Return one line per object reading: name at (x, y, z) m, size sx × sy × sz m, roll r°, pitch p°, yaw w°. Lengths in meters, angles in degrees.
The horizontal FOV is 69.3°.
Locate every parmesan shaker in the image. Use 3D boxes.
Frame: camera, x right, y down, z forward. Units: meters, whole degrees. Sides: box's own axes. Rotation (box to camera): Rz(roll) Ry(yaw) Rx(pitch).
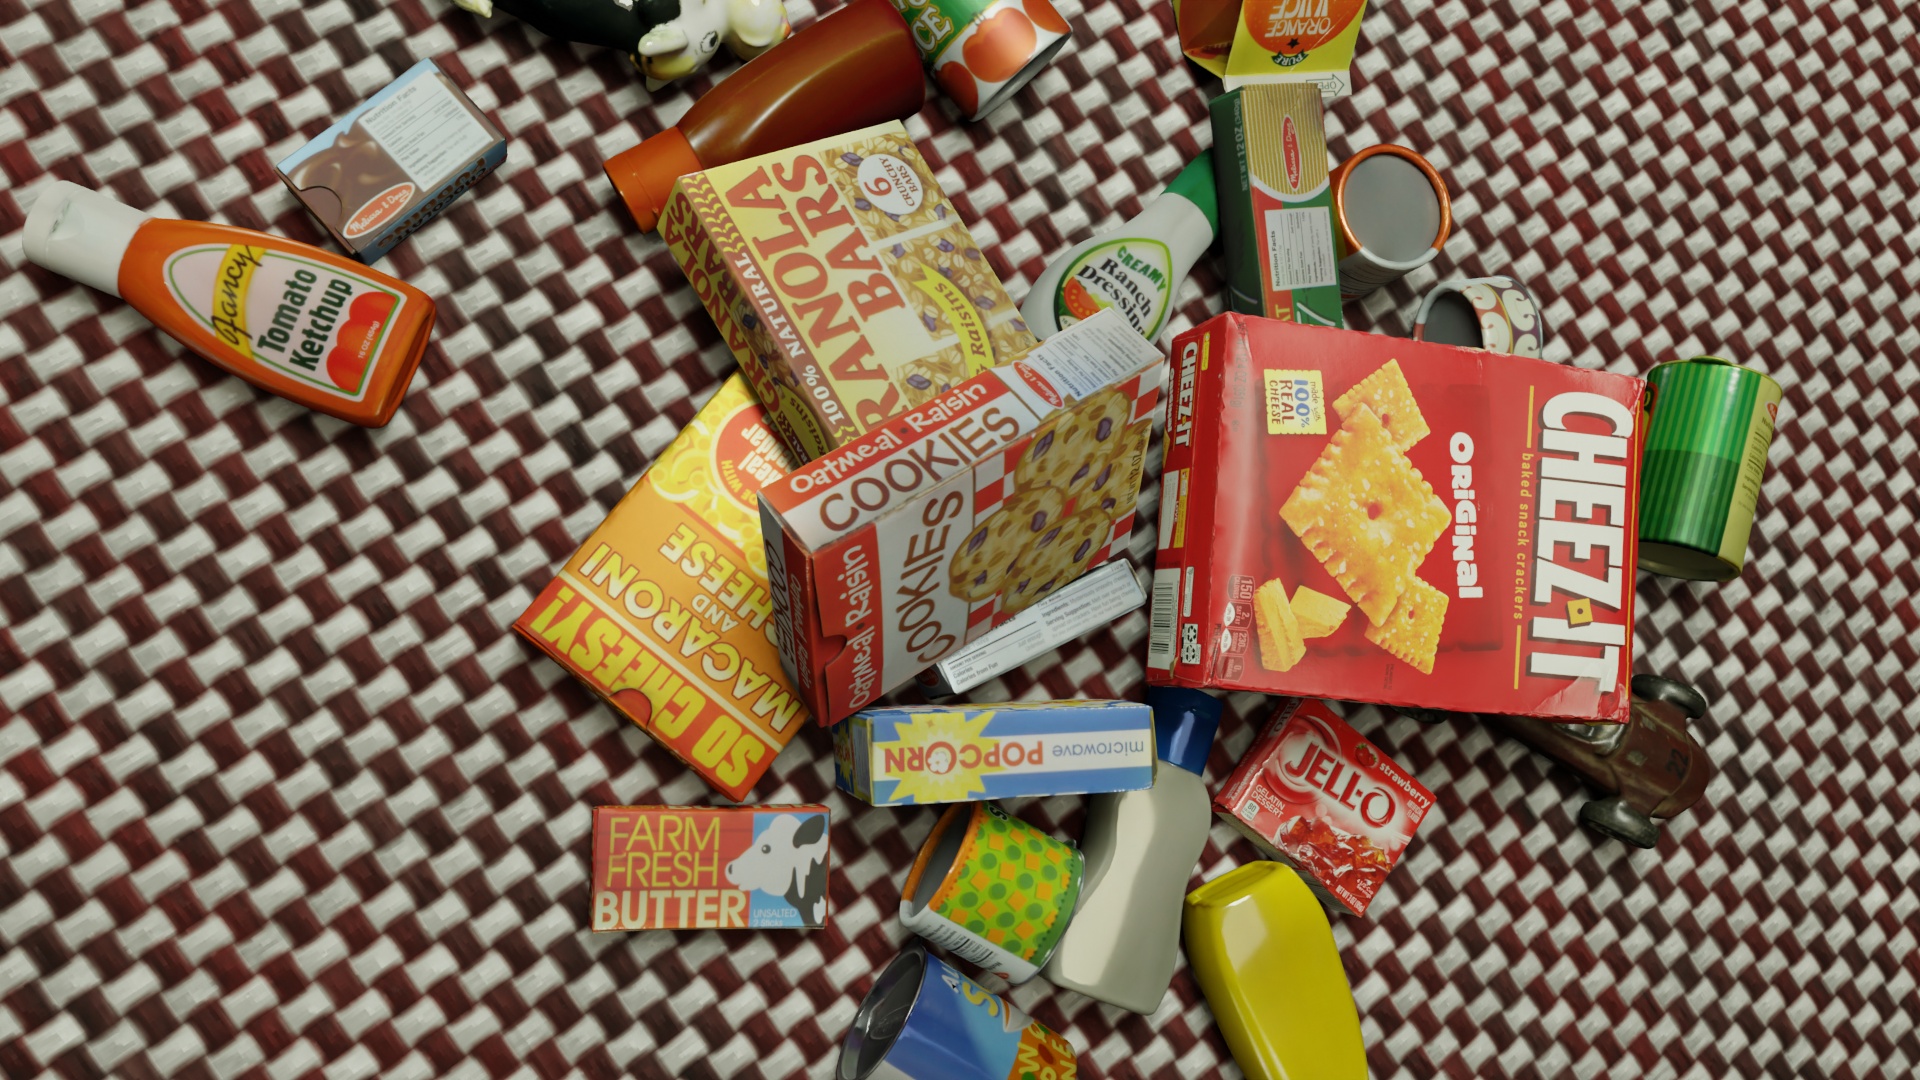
parmesan shaker at (0.390, -0.037, 0.741) m, size 0.071 × 0.071 × 0.103 m, roll 21°, pitch 79°, yaw -12°

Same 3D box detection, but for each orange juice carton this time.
orange juice carton at (0.149, -0.316, 0.706) m, size 0.072 × 0.073 × 0.192 m, roll -10°, pitch 87°, yaw -16°

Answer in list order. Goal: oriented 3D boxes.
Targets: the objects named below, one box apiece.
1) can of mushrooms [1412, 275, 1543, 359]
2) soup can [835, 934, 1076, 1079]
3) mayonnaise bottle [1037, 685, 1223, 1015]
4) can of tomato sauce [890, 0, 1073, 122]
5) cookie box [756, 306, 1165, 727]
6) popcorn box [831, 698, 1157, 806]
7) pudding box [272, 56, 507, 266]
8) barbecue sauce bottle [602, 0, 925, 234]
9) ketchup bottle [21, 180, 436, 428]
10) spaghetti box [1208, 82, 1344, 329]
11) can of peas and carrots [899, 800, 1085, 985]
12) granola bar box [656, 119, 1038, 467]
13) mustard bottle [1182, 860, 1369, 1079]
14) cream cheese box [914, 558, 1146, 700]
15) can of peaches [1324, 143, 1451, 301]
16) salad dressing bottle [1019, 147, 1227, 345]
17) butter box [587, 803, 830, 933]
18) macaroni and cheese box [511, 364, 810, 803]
can of mushrooms at (0.266, -0.100, 0.715) m, size 0.033 × 0.071 × 0.071 m, roll -8°, pitch 86°, yaw -15°
soup can at (0.000, 0.225, 0.607) m, size 0.084 × 0.071 × 0.071 m, roll 35°, pitch 76°, yaw -10°
mayonnaise bottle at (0.085, 0.141, 0.652) m, size 0.065 × 0.041 × 0.148 m, roll 24°, pitch 77°, yaw -16°
can of tomato sauce at (0.001, -0.252, 0.662) m, size 0.071 × 0.071 × 0.083 m, roll -43°, pitch 96°, yaw -15°
cookie box at (0.002, -0.007, 0.565) m, size 0.168 × 0.122 × 0.040 m, roll -30°, pitch 59°, yaw -22°
popcorn box at (0.013, 0.092, 0.615) m, size 0.127 × 0.085 × 0.038 m, roll 0°, pitch 86°, yaw -15°
pudding box at (-0.246, -0.164, 0.603) m, size 0.084 × 0.030 × 0.049 m, roll -44°, pitch 97°, yaw -15°
barbecue sauce bottle at (-0.089, -0.190, 0.635) m, size 0.149 × 0.064 × 0.044 m, roll -31°, pitch 68°, yaw -8°
ketchup bottle at (-0.301, -0.101, 0.575) m, size 0.149 × 0.043 × 0.065 m, roll 22°, pitch 80°, yaw -11°
spaghetti box at (0.162, -0.095, 0.682) m, size 0.050 × 0.028 × 0.249 m, roll -10°, pitch 96°, yaw -26°
can of peas and carrots at (0.015, 0.152, 0.619) m, size 0.059 × 0.071 × 0.071 m, roll 30°, pitch 77°, yaw -10°
granola bar box at (-0.039, -0.097, 0.619) m, size 0.125 × 0.039 × 0.165 m, roll -27°, pitch 83°, yaw -35°
mustard bottle at (0.157, 0.235, 0.656) m, size 0.065 × 0.048 × 0.160 m, roll -20°, pitch 90°, yaw -18°
cream cheese box at (0.031, 0.041, 0.642) m, size 0.104 × 0.053 × 0.024 m, roll -25°, pitch 89°, yaw -17°
can of peaches at (0.207, -0.164, 0.712) m, size 0.071 × 0.058 × 0.071 m, roll 2°, pitch 84°, yaw -15°
salad dressing bottle at (0.088, -0.134, 0.683) m, size 0.064 × 0.044 × 0.148 m, roll 45°, pitch 72°, yaw -8°
butter box at (-0.109, 0.142, 0.607) m, size 0.103 × 0.024 × 0.053 m, roll 3°, pitch 84°, yaw -15°
macaroni and cheese box at (-0.095, 0.013, 0.618) m, size 0.123 × 0.040 × 0.167 m, roll 40°, pitch 75°, yaw -7°
